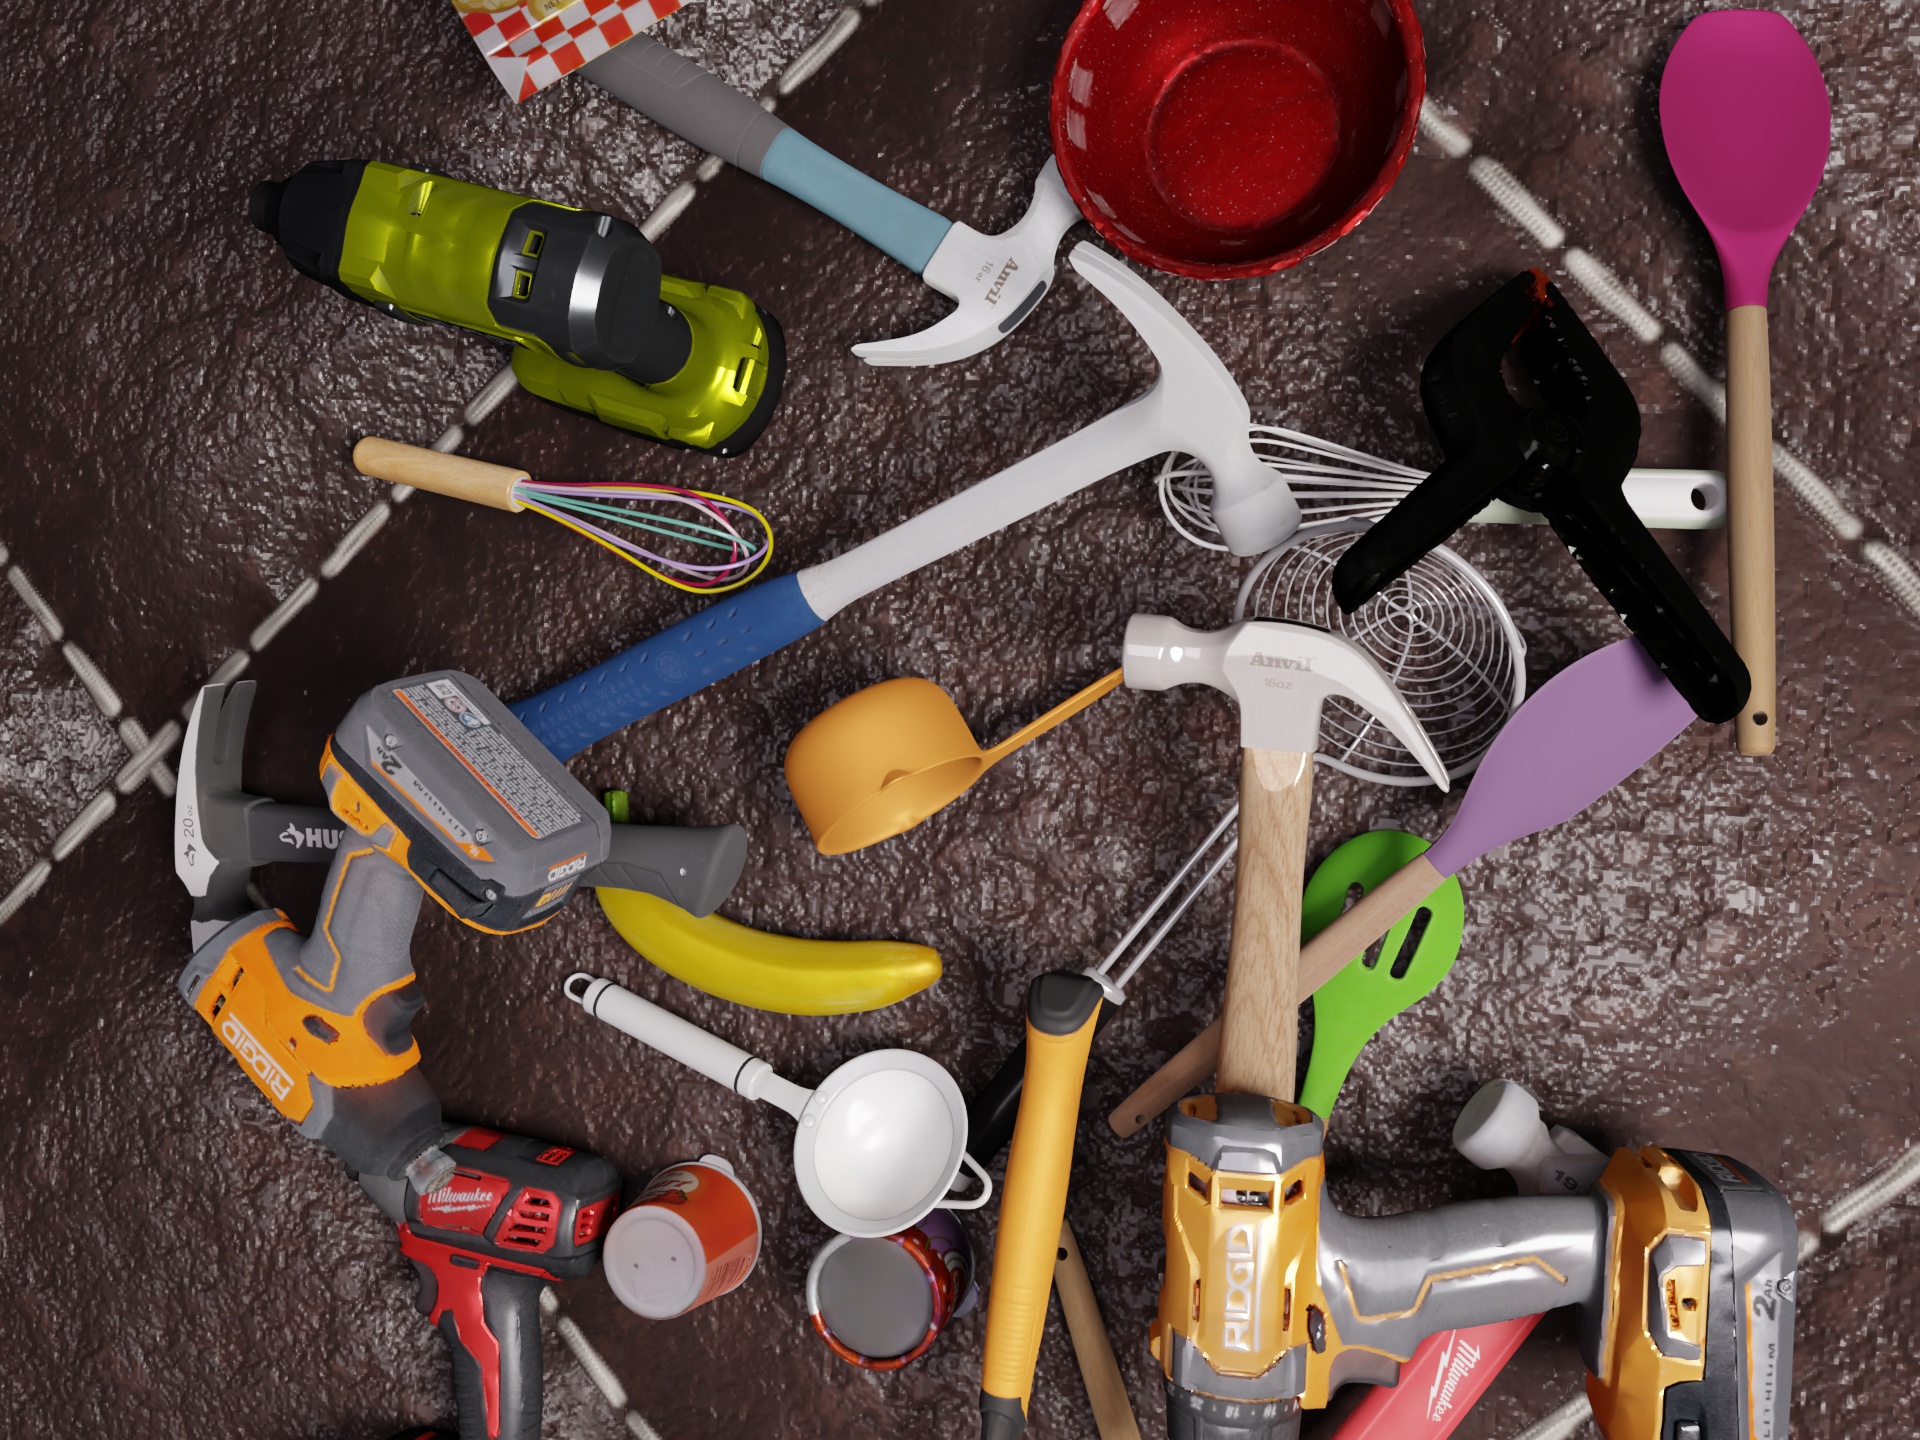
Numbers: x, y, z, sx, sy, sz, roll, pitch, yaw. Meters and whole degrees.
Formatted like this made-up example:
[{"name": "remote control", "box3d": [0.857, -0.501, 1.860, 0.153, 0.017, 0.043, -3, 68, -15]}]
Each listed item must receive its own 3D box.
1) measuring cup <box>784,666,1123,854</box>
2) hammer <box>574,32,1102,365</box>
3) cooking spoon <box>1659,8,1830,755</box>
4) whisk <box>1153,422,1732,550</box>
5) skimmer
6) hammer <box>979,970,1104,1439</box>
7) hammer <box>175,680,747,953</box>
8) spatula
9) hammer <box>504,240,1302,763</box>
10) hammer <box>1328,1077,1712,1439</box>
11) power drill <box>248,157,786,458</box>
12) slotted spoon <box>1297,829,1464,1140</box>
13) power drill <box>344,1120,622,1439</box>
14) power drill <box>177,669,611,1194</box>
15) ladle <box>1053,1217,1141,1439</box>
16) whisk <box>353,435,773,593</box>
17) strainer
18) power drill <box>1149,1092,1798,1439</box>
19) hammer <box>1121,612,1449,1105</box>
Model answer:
[{"name": "measuring cup", "box3d": [-0.001, -0.002, 0.736, 0.173, 0.095, 0.052, -30, 75, -6]}, {"name": "hammer", "box3d": [-0.100, -0.286, 0.781, 0.331, 0.033, 0.128, 34, 97, 13]}, {"name": "cooking spoon", "box3d": [0.324, -0.144, 0.656, 0.069, 0.017, 0.319, 2, 82, 5]}, {"name": "whisk", "box3d": [0.207, -0.099, 0.690, 0.246, 0.059, 0.058, 3, 90, 10]}, {"name": "skimmer", "box3d": [0.096, 0.075, 0.694, 0.127, 0.090, 0.363, 39, 99, 8]}, {"name": "hammer", "box3d": [0.024, 0.276, 0.695, 0.034, 0.127, 0.337, 9, 91, 16]}, {"name": "hammer", "box3d": [-0.257, 0.056, 0.791, 0.335, 0.035, 0.146, 2, 97, 22]}, {"name": "spatula", "box3d": [0.179, 0.076, 0.672, 0.059, 0.018, 0.316, 41, 106, -19]}, {"name": "hammer", "box3d": [-0.061, -0.067, 0.724, 0.405, 0.035, 0.144, -24, 107, 25]}, {"name": "hammer", "box3d": [0.164, 0.344, 0.666, 0.143, 0.038, 0.386, 38, 91, 5]}, {"name": "power drill", "box3d": [-0.183, -0.184, 0.702, 0.171, 0.223, 0.080, 18, 94, 14]}, {"name": "slotted spoon", "box3d": [0.152, 0.200, 0.712, 0.070, 0.031, 0.314, 18, 95, 13]}, {"name": "power drill", "box3d": [-0.255, 0.313, 0.796, 0.143, 0.078, 0.220, 8, 89, 15]}, {"name": "power drill", "box3d": [-0.258, 0.108, 0.738, 0.164, 0.084, 0.226, 44, 114, 11]}, {"name": "ladle", "box3d": [0.090, 0.385, 0.713, 0.078, 0.062, 0.320, -18, 82, 7]}, {"name": "whisk", "box3d": [-0.206, -0.108, 0.803, 0.245, 0.051, 0.047, 15, 99, 18]}, {"name": "strainer", "box3d": [-0.091, 0.174, 0.761, 0.258, 0.050, 0.087, 21, 70, 25]}, {"name": "power drill", "box3d": [0.186, 0.245, 0.610, 0.226, 0.084, 0.185, 3, 91, 7]}, {"name": "hammer", "box3d": [0.127, 0.122, 0.662, 0.130, 0.031, 0.331, 5, 103, 17]}]
